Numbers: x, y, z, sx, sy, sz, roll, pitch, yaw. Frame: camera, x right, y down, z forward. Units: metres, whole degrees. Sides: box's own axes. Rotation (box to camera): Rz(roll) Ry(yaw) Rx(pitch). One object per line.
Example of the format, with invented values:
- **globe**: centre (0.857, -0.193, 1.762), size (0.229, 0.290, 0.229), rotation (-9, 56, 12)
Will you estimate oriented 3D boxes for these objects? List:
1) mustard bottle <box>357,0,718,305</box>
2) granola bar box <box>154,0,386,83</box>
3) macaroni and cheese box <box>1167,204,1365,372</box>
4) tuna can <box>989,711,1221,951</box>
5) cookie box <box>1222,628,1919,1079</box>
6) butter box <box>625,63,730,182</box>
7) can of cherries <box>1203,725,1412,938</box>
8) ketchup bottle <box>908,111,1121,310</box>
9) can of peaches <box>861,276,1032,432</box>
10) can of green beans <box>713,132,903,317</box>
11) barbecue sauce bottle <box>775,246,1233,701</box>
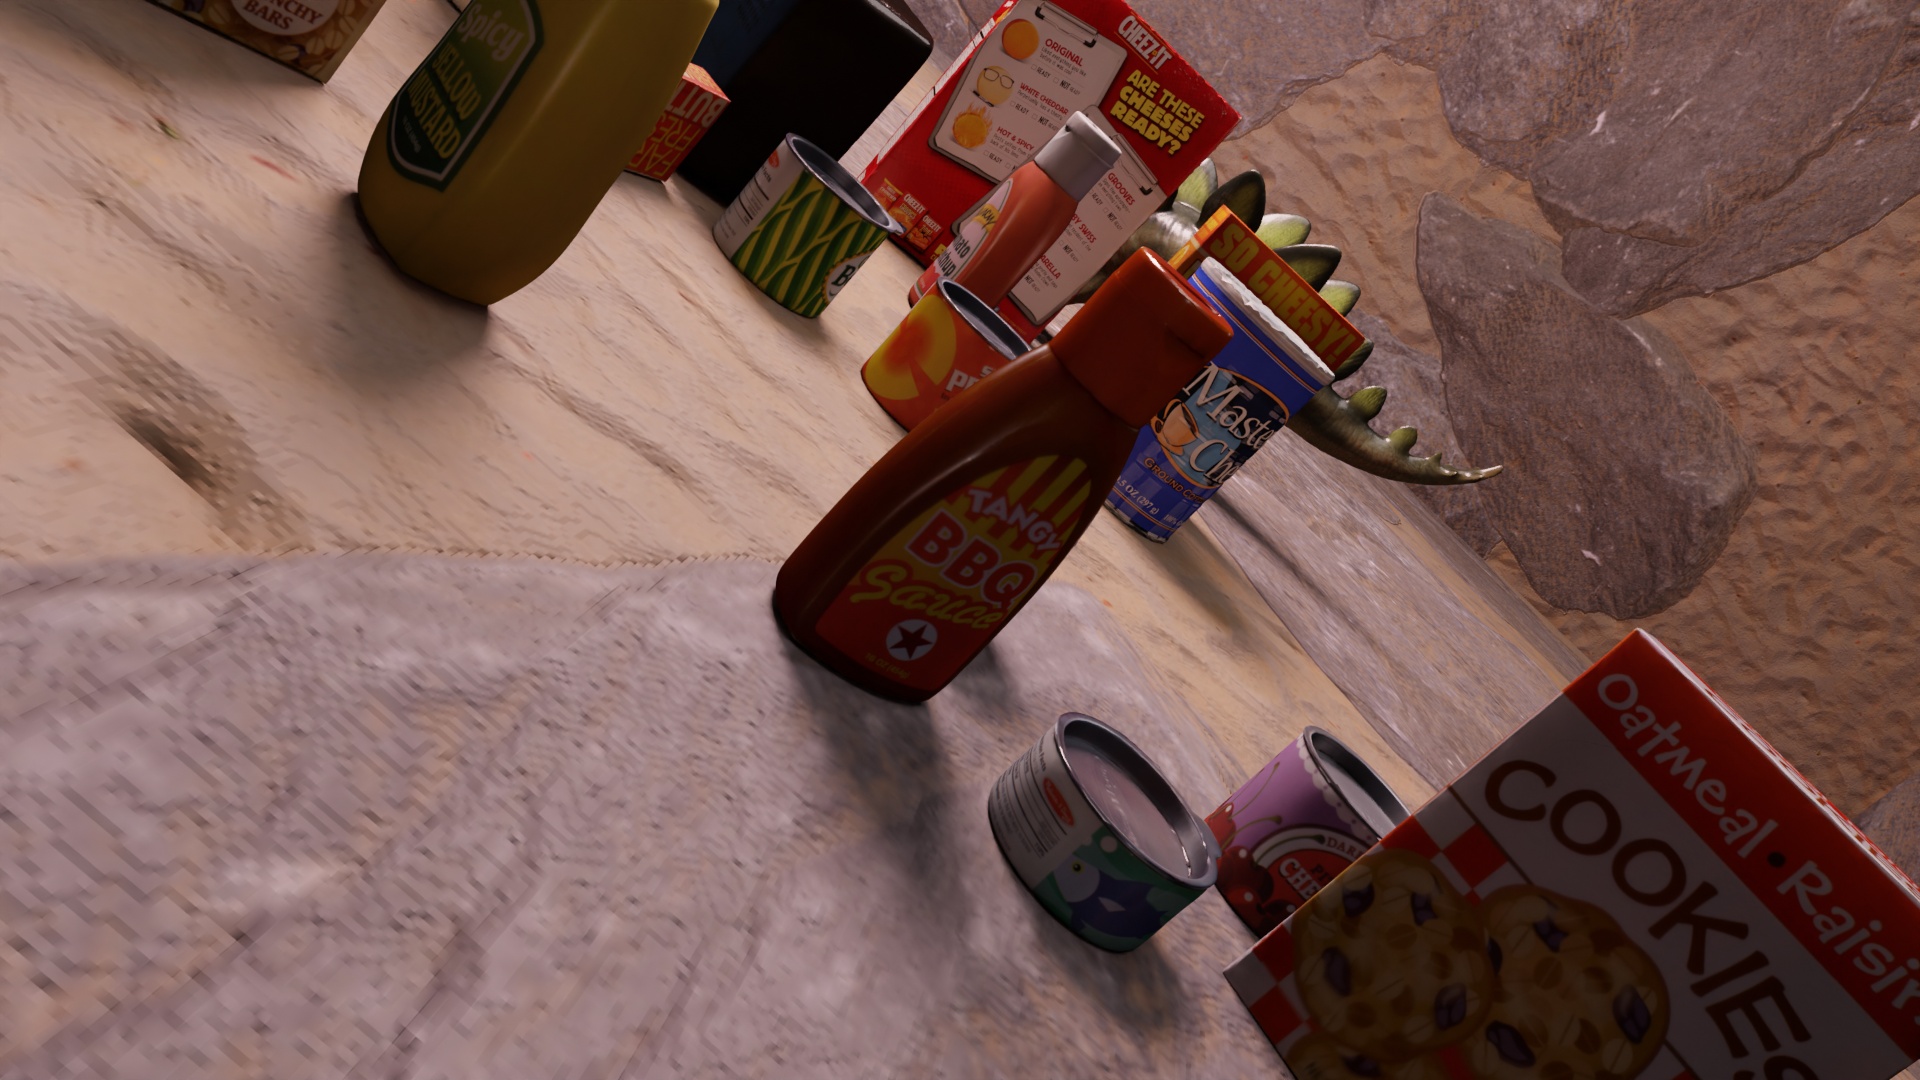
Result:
- **mustard bottle**: centre (-0.110, -0.143, 0.397), size (0.049, 0.160, 0.065), rotation (18, 31, -55)
- **granola bar box**: centre (-0.223, -0.219, 0.385), size (0.165, 0.124, 0.039), rotation (18, 31, -55)
- **macaroni and cheese box**: centre (0.157, -0.114, 0.905), size (0.123, 0.166, 0.040), rotation (40, 17, -12)
- **tuna can**: centre (0.044, 0.088, 0.418), size (0.071, 0.032, 0.071), rotation (39, 18, -15)
- **cookie box**: centre (0.179, 0.126, 0.403), size (0.040, 0.167, 0.123), rotation (19, 30, -54)
- **butter box**: centre (-0.147, -0.191, 0.603), size (0.024, 0.053, 0.104), rotation (48, 18, 12)
- **can of cherries**: centre (0.129, 0.112, 0.505), size (0.071, 0.058, 0.072), rotation (39, 18, -15)
- **ketchup bottle**: centre (0.032, -0.185, 0.823), size (0.043, 0.148, 0.065), rotation (36, 19, -24)
- **can of peaches**: centre (-0.003, -0.080, 0.656), size (0.071, 0.058, 0.071), rotation (39, 18, -15)
- **can of green beans**: centre (-0.074, -0.148, 0.658), size (0.071, 0.057, 0.071), rotation (39, 18, -15)
- **barbecue sauce bottle**: centre (0.014, -0.019, 0.405), size (0.065, 0.148, 0.044), rotation (32, 21, -34)
